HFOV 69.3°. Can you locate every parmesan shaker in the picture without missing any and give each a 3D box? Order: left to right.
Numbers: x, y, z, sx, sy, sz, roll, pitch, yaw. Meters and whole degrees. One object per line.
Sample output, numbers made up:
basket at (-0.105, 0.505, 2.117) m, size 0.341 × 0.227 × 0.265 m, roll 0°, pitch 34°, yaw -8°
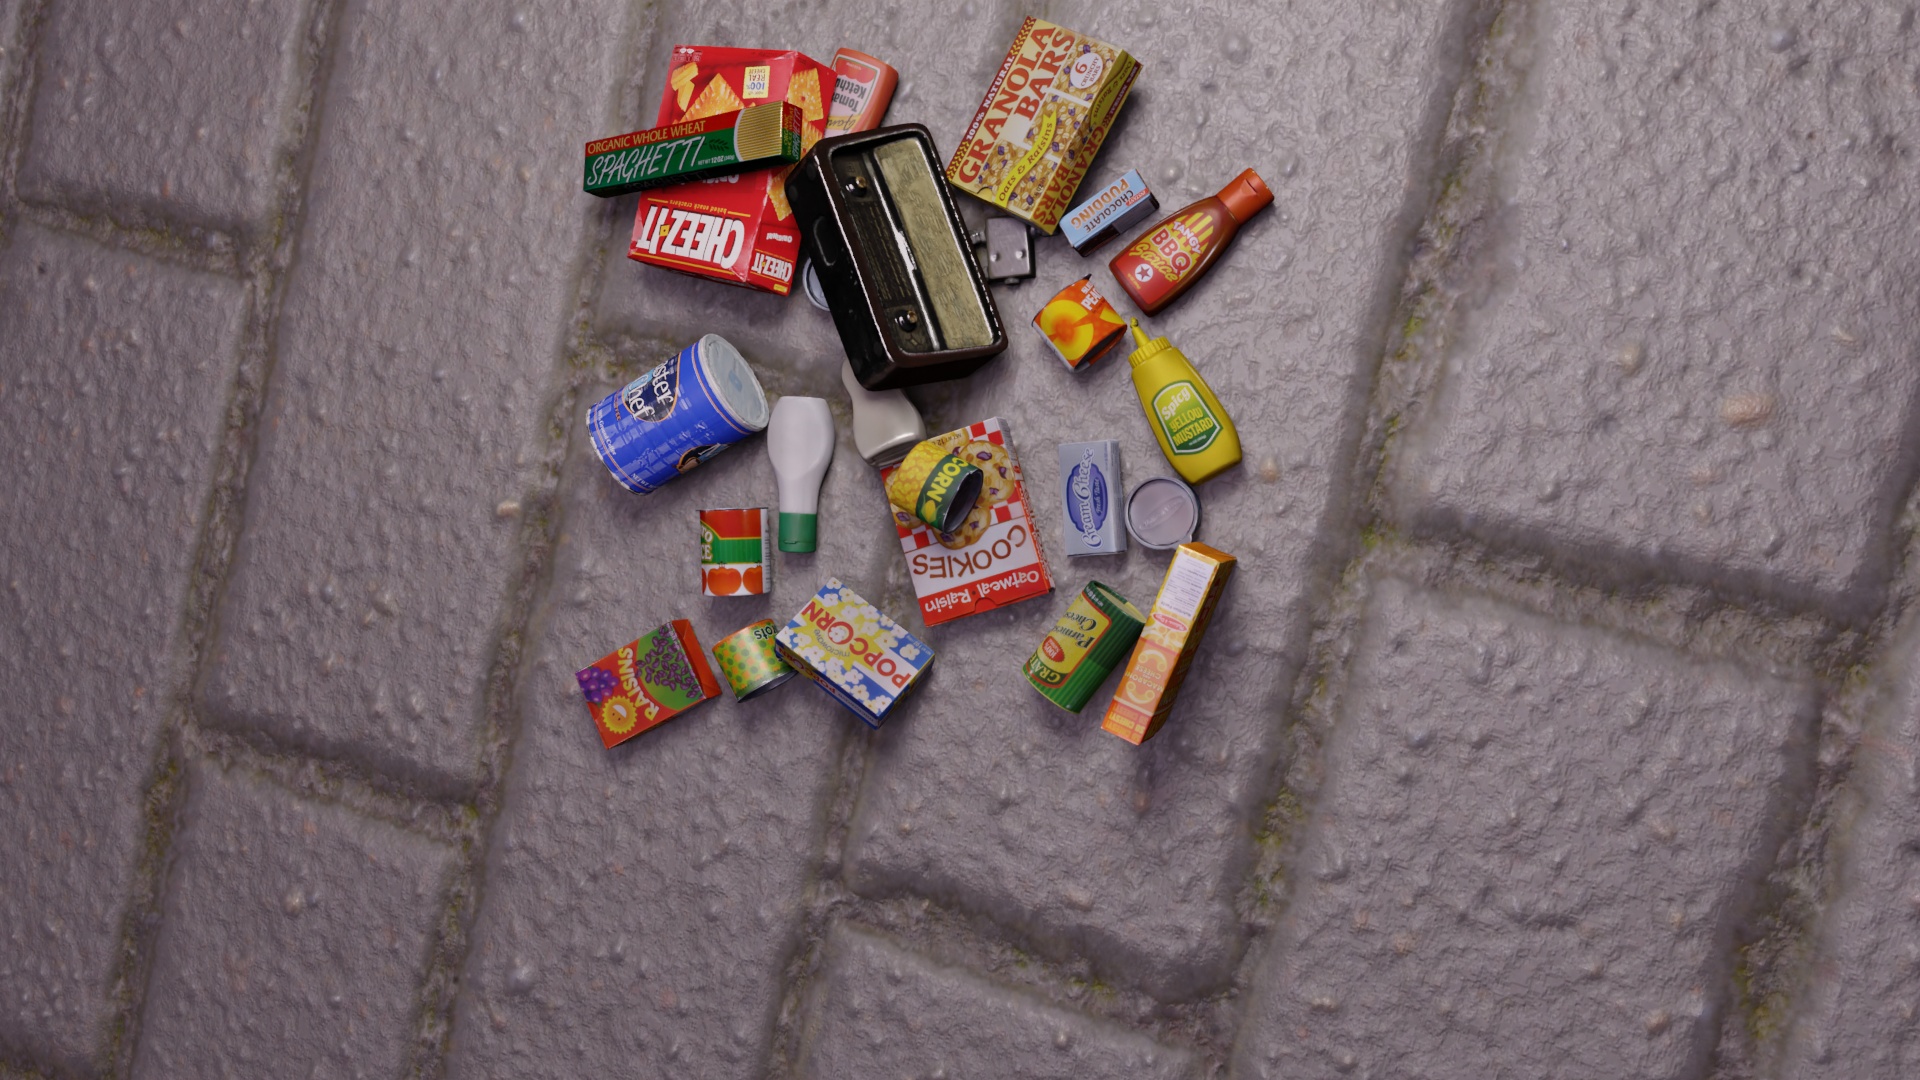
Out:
parmesan shaker at (0.110, 0.093, 1.240) m, size 0.071 × 0.071 × 0.103 m, roll 39°, pitch 100°, yaw 13°

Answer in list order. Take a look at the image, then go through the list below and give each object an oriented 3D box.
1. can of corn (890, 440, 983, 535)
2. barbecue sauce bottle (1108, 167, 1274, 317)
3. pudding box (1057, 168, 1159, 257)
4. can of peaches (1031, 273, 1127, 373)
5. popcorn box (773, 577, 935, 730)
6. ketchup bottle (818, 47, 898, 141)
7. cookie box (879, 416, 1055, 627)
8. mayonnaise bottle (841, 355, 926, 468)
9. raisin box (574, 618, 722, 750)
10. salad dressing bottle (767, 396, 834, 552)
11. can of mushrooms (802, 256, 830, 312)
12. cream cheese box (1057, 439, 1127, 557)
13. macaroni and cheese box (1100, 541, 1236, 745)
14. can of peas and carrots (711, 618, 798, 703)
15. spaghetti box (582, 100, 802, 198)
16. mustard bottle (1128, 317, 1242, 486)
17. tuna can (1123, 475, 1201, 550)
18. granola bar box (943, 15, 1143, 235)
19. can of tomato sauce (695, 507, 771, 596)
can of corn at (-0.021, -0.049, 1.232) m, size 0.058 × 0.071 × 0.071 m, roll 29°, pitch 99°, yaw 16°
barbecue sauce bottle at (0.205, -0.265, 1.219) m, size 0.148 × 0.044 × 0.065 m, roll -38°, pitch 79°, yaw 13°
pudding box at (0.132, -0.290, 1.237) m, size 0.083 × 0.050 × 0.030 m, roll -33°, pitch 80°, yaw 15°
can of peaches at (0.108, -0.192, 1.236) m, size 0.071 × 0.071 × 0.058 m, roll -40°, pitch 81°, yaw 13°
popcorn box at (-0.099, 0.105, 1.293) m, size 0.127 × 0.038 × 0.085 m, roll 36°, pitch 63°, yaw 14°
ketchup bottle at (-0.114, -0.384, 1.312) m, size 0.065 × 0.043 × 0.148 m, roll 26°, pitch 98°, yaw 20°
cookie box at (0.005, -0.016, 1.282) m, size 0.123 × 0.040 × 0.167 m, roll -17°, pitch 86°, yaw 16°
mayonnaise bottle at (-0.078, -0.143, 1.285) m, size 0.065 × 0.041 × 0.148 m, roll -21°, pitch 66°, yaw 11°
raisin box at (-0.311, 0.143, 1.378) m, size 0.123 × 0.040 × 0.086 m, roll -27°, pitch 84°, yaw 16°
salad dressing bottle at (-0.154, -0.063, 1.328) m, size 0.064 × 0.044 × 0.147 m, roll 4°, pitch 93°, yaw 15°
can of mushrooms at (-0.112, -0.246, 1.318) m, size 0.071 × 0.033 × 0.071 m, roll 0°, pitch 90°, yaw 16°
cream cheese box at (0.119, -0.038, 1.250) m, size 0.053 × 0.024 × 0.103 m, roll -5°, pitch 89°, yaw 35°
macaroni and cheese box at (0.181, 0.085, 1.187) m, size 0.040 × 0.124 × 0.166 m, roll 24°, pitch 98°, yaw 16°
can of peas and carrots at (-0.194, 0.114, 1.329) m, size 0.071 × 0.071 × 0.059 m, roll -31°, pitch 82°, yaw 15°
spaghetti box at (-0.250, -0.354, 1.269) m, size 0.250 × 0.029 × 0.050 m, roll 0°, pitch 86°, yaw 33°
mustard bottle at (0.187, -0.127, 1.222) m, size 0.065 × 0.049 × 0.160 m, roll -31°, pitch 82°, yaw 11°
tuna can at (0.182, -0.023, 1.233) m, size 0.071 × 0.033 × 0.071 m, roll 0°, pitch 91°, yaw 17°
granola bar box at (0.070, -0.371, 1.236) m, size 0.124 × 0.039 × 0.165 m, roll 36°, pitch 101°, yaw 39°
can of tomato sauce at (-0.218, 0.010, 1.334) m, size 0.071 × 0.071 × 0.083 m, roll -2°, pitch 91°, yaw 17°
